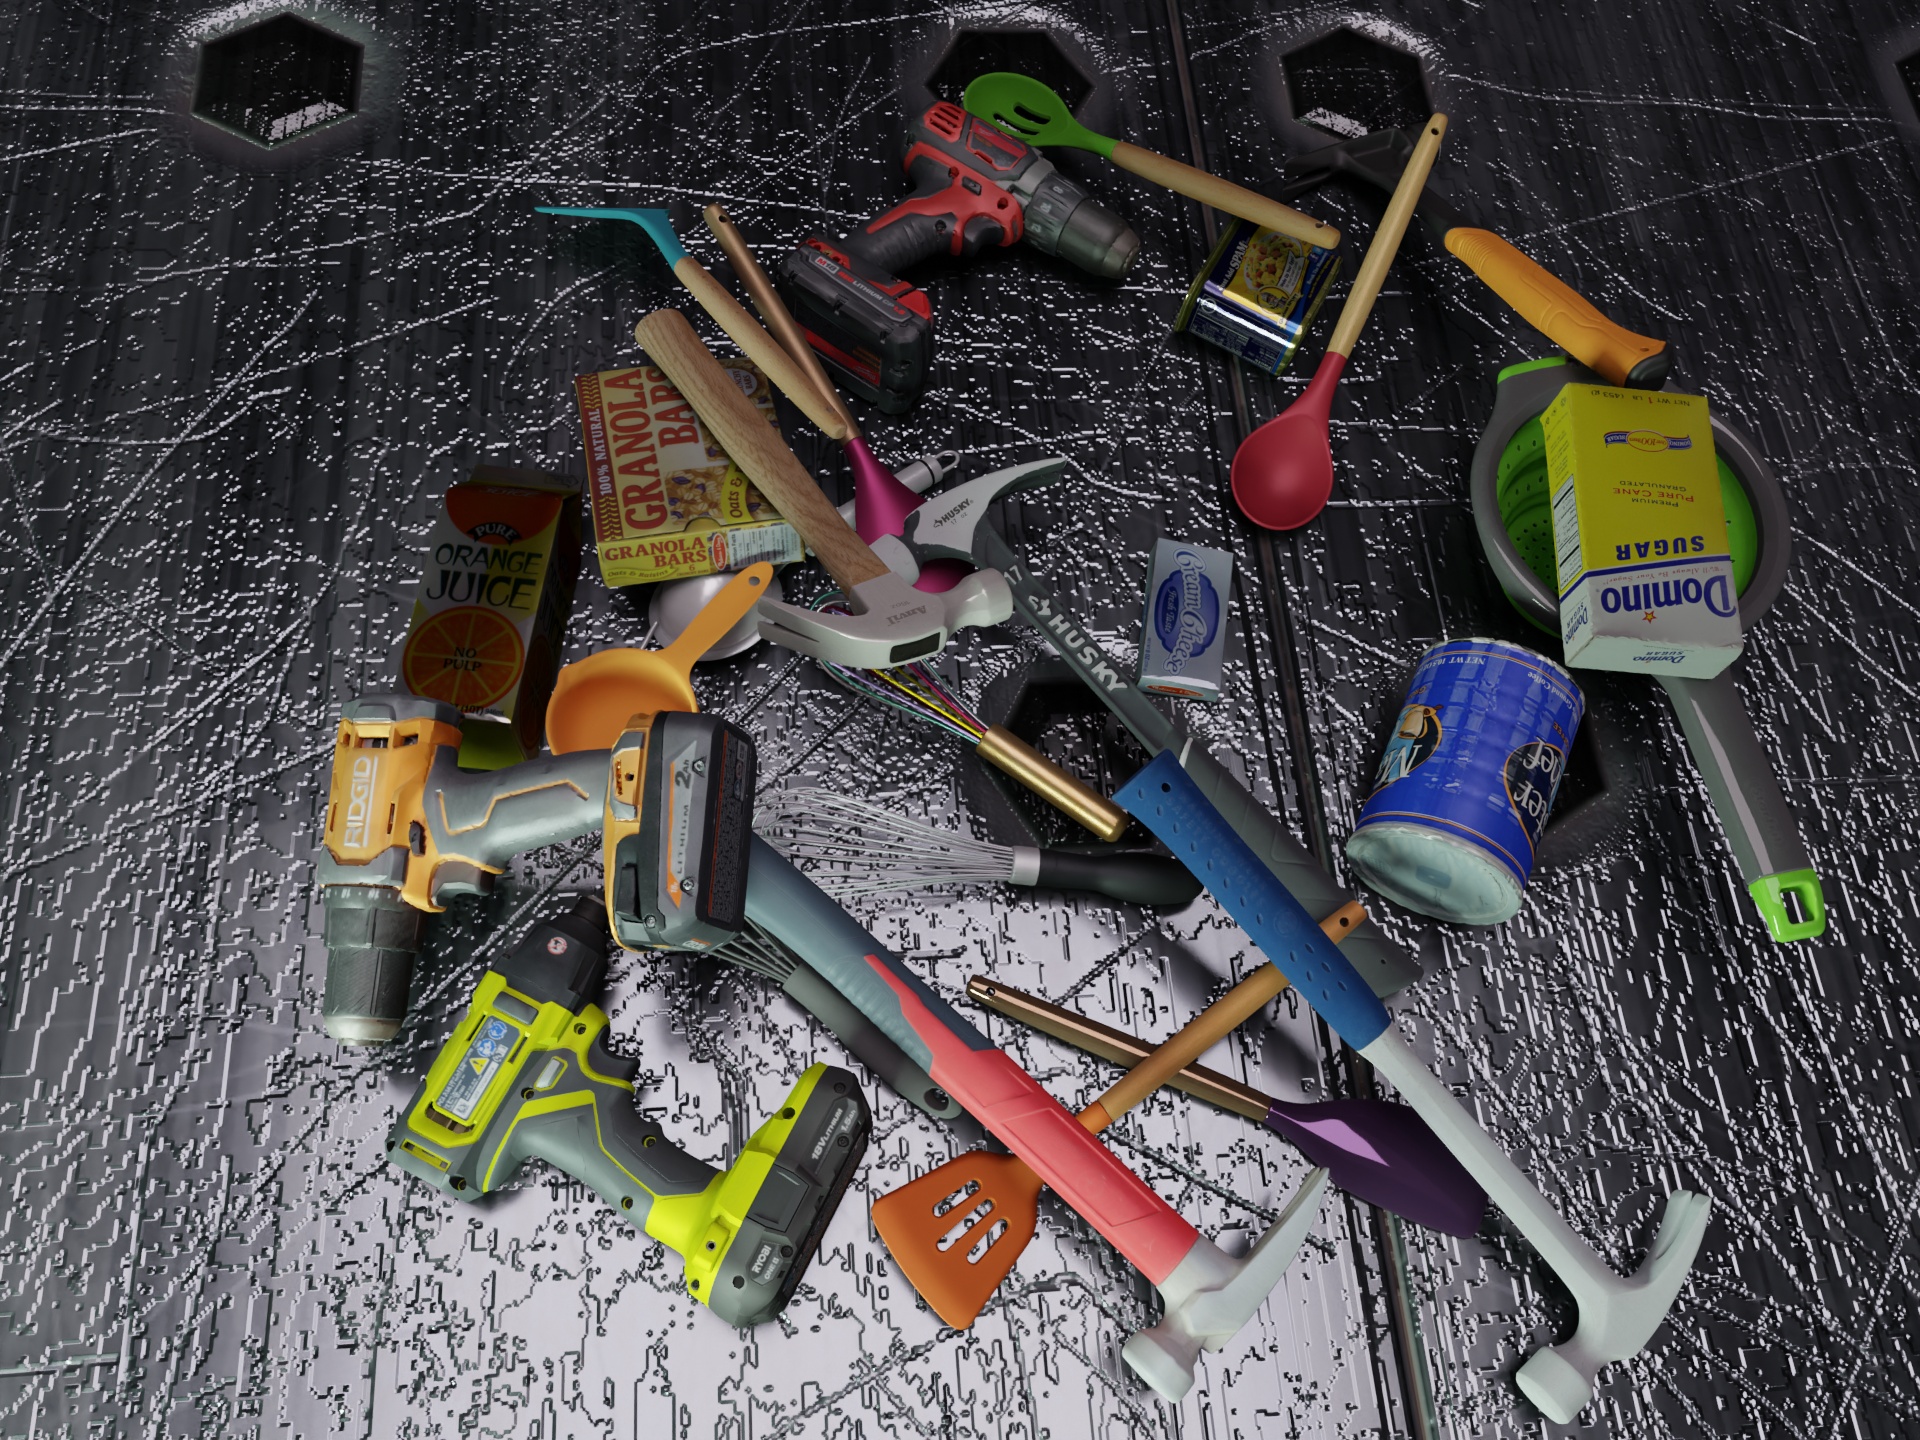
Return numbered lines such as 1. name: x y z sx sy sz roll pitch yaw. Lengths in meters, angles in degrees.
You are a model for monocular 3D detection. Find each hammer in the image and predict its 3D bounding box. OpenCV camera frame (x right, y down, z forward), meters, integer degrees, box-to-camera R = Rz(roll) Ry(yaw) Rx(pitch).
1. hammer: 0.124 0.007 0.959 0.149 0.036 0.409 -39 79 -21
2. hammer: 0.356 -0.317 1.089 0.127 0.034 0.337 -19 48 -13
3. hammer: 0.012 0.170 0.850 0.386 0.038 0.143 41 75 9
4. hammer: 0.237 0.176 0.868 0.144 0.035 0.405 -41 87 -12
5. hammer: -0.112 -0.147 0.947 0.130 0.031 0.332 -22 54 -25

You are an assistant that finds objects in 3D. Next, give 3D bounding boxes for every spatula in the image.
1. spatula: -0.166 -0.269 1.025 0.082 0.044 0.318 -14 51 -40
2. spatula: 0.100 0.200 0.875 0.322 0.041 0.081 -37 80 -8
3. spatula: 0.151 0.209 0.905 0.316 0.018 0.060 22 73 4

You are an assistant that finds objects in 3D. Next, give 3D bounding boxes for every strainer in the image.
1. strainer: -0.103 -0.113 1.017 0.258 0.050 0.087 -34 59 -22

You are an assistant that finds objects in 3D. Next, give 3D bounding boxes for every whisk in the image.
1. whisk: -0.001 -0.004 0.969 0.245 0.047 0.051 35 73 11
2. whisk: -0.094 0.146 0.898 0.239 0.055 0.055 38 68 7
3. whisk: 0.005 0.082 0.931 0.284 0.070 0.070 7 66 -7

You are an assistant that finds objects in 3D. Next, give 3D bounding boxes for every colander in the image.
1. colander: 0.432 -0.043 1.001 0.204 0.094 0.397 -8 67 -9

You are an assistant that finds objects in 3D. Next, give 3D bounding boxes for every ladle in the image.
1. ladle: 0.264 -0.271 1.077 0.069 0.031 0.315 24 86 0

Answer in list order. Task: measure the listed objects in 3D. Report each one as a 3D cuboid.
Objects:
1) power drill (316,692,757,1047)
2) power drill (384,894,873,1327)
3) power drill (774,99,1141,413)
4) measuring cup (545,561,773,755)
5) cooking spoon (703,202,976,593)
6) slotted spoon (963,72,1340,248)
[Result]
1. power drill: -0.228 0.079 0.824 0.226 0.084 0.185 0 76 13
2. power drill: -0.166 0.205 0.848 0.223 0.080 0.171 25 67 9
3. power drill: -0.001 -0.316 1.098 0.188 0.080 0.227 34 64 9
4. measuring cup: -0.170 -0.024 0.954 0.095 0.052 0.174 38 73 10
5. cooking spoon: -0.082 -0.200 1.023 0.069 0.017 0.319 -28 83 -27
6. slotted spoon: 0.131 -0.394 1.130 0.314 0.031 0.070 32 67 26
